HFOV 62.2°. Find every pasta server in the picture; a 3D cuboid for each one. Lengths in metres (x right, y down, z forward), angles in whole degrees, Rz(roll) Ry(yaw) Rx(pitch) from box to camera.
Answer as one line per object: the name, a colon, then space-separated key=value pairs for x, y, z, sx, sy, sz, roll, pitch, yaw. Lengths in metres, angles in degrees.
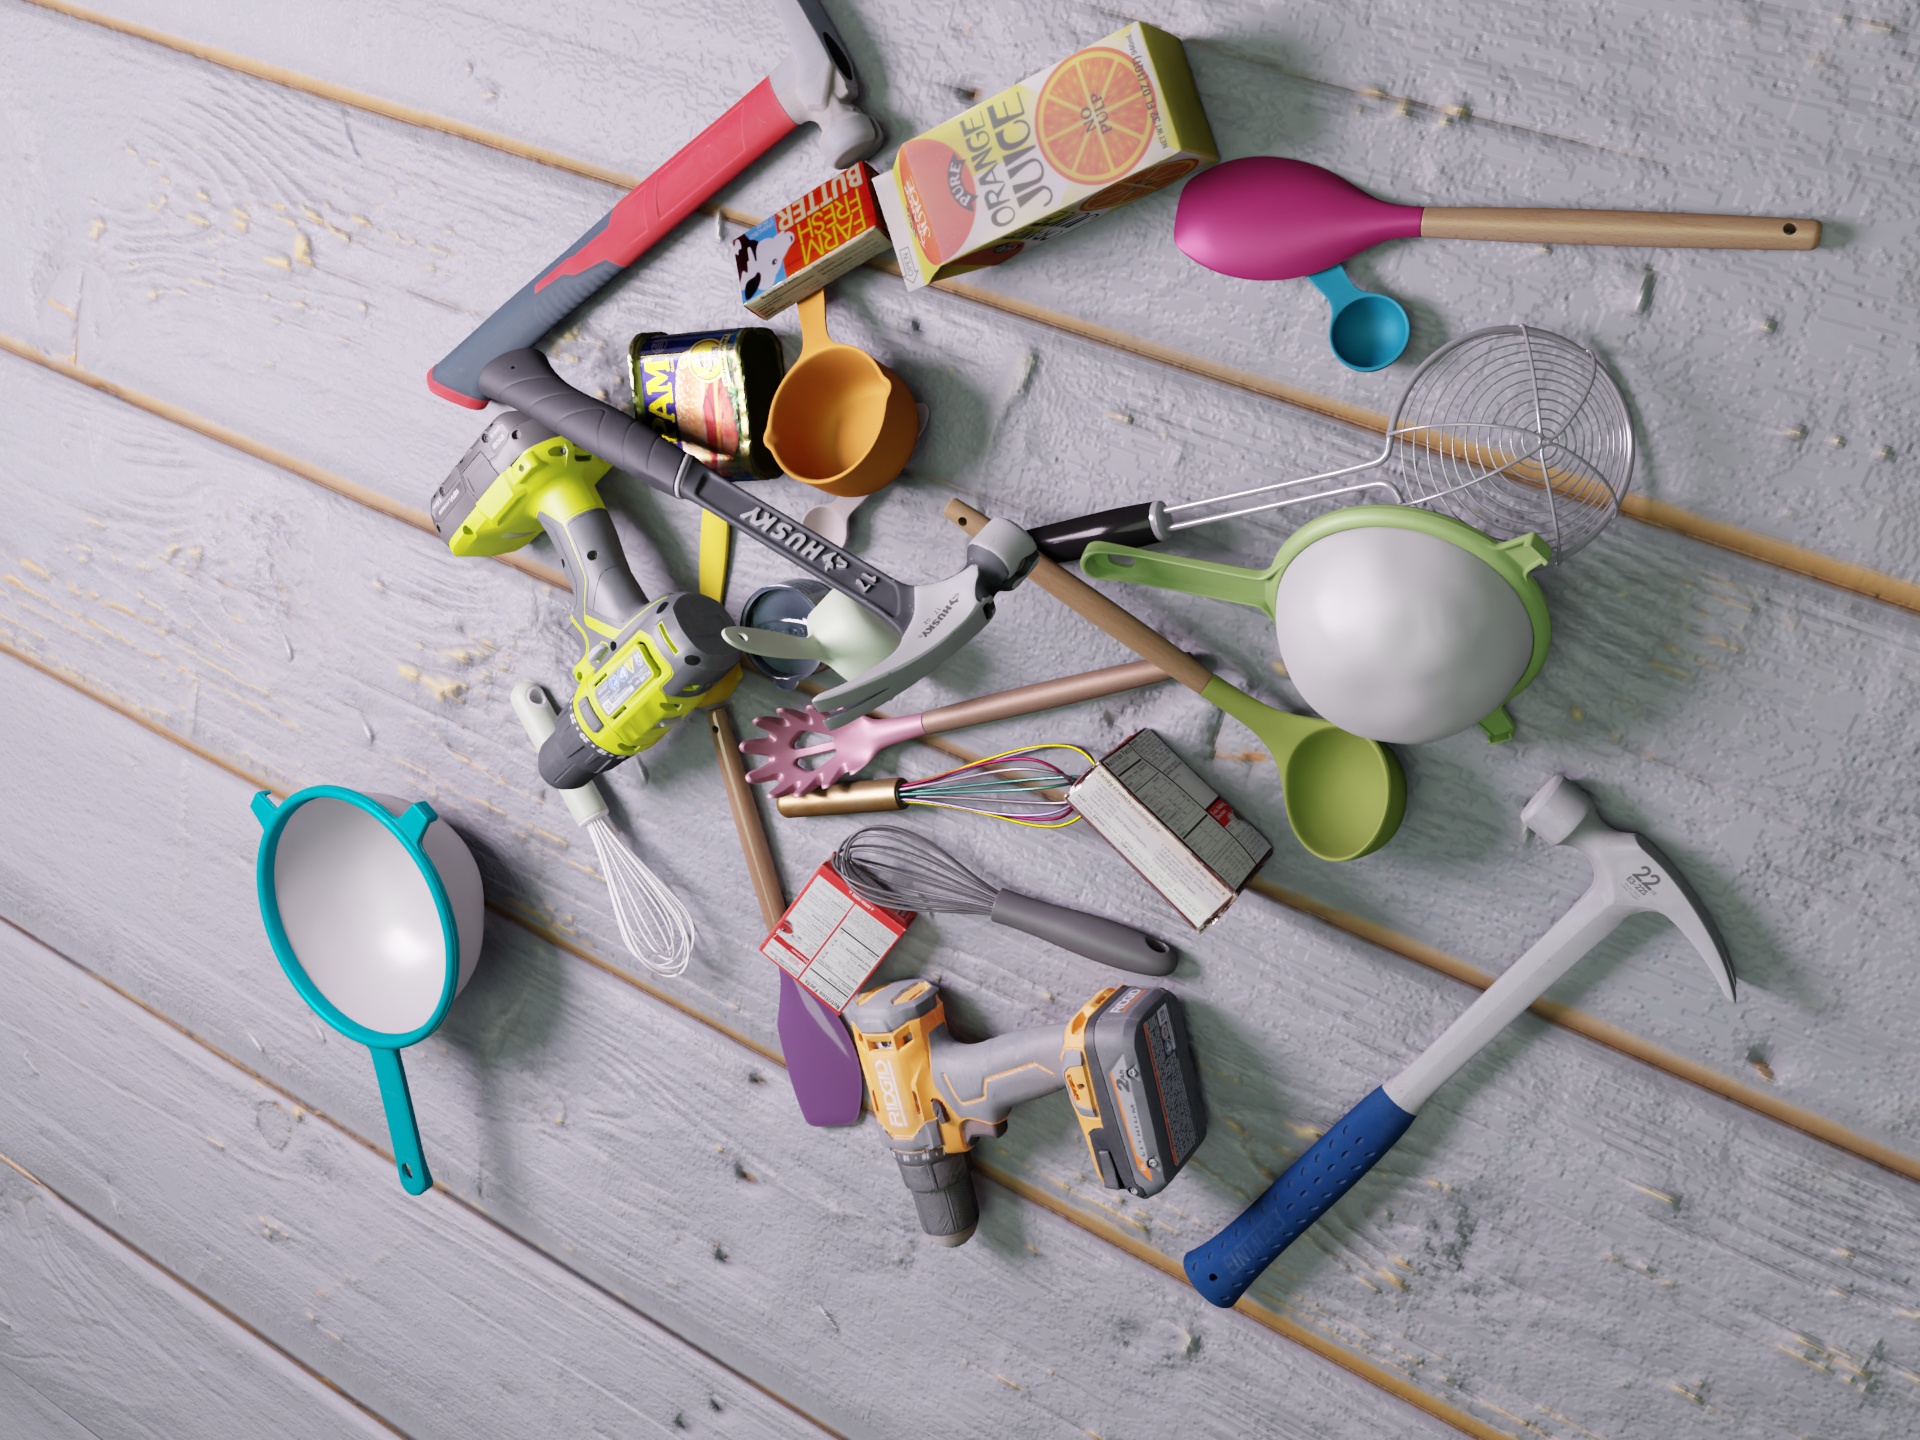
pasta server: x=-0.002 y=-0.003 z=1.013 sx=0.316 sy=0.040 sz=0.060 roll=-13 pitch=87 yaw=28

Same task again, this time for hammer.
hammer: x=-0.153 y=-0.133 z=0.944 sx=0.409 sy=0.149 sz=0.036 roll=32 pitch=160 yaw=29
hammer: x=-0.228 y=-0.331 z=1.040 sx=0.386 sy=0.038 sz=0.143 roll=-28 pitch=89 yaw=30
hammer: x=0.271 y=0.221 z=0.937 sx=0.144 sy=0.035 sz=0.405 roll=42 pitch=118 yaw=11

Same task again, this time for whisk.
whisk: x=0.027 y=0.119 z=1.030 sx=0.239 sy=0.055 sz=0.055 roll=18 pitch=111 yaw=16
whisk: x=-0.265 y=0.079 z=1.164 sx=0.059 sy=0.058 sz=0.246 roll=-36 pitch=82 yaw=38
whisk: x=-0.020 y=0.050 z=1.035 sx=0.245 sy=0.051 sz=0.047 roll=-6 pitch=106 yaw=31

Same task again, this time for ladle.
ladle: x=0.117 y=-0.032 z=0.917 sx=0.320 sy=0.062 sz=0.078 roll=36 pitch=123 yaw=8

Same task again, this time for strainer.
strainer: x=0.178 y=-0.048 z=0.852 sx=0.256 sy=0.069 sz=0.151 roll=14 pitch=143 yaw=20
strainer: x=-0.433 y=0.202 z=1.254 sx=0.211 sy=0.095 sz=0.340 roll=1 pitch=106 yaw=29

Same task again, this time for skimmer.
skimmer: x=0.180 y=-0.125 z=0.895 sx=0.363 sy=0.090 sz=0.127 roll=-8 pitch=95 yaw=38

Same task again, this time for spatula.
spatula: x=-0.128 y=0.142 z=1.127 sx=0.060 sy=0.018 sz=0.316 roll=-12 pitch=99 yaw=24

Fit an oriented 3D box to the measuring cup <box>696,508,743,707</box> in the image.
measuring cup: x=-0.178 y=-0.082 z=1.084 sx=0.062 sy=0.029 sz=0.156 roll=17 pitch=113 yaw=22

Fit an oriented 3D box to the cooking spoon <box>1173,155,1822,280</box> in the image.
cooking spoon: x=0.264 y=-0.256 z=0.818 sx=0.319 sy=0.017 sz=0.069 roll=10 pitch=88 yaw=22

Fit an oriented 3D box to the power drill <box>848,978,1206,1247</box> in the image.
power drill: x=0.041 y=0.261 z=1.041 sx=0.226 sy=0.084 sz=0.185 roll=-8 pitch=100 yaw=32

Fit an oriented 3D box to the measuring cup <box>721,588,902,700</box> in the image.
measuring cup: x=-0.080 y=-0.056 z=0.967 sx=0.038 sy=0.167 sz=0.083 roll=-45 pitch=67 yaw=23

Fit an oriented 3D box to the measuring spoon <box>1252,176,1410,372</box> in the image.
measuring spoon: x=0.198 y=-0.242 z=0.864 sx=0.042 sy=0.021 sz=0.129 roll=-34 pitch=77 yaw=13

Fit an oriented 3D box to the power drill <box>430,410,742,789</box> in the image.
power drill: x=-0.266 y=-0.079 z=1.086 sx=0.190 sy=0.080 sz=0.228 roll=-38 pitch=78 yaw=33

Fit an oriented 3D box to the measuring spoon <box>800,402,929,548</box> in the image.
measuring spoon: x=-0.058 y=-0.154 z=1.018 sx=0.034 sy=0.018 sz=0.124 roll=46 pitch=112 yaw=9

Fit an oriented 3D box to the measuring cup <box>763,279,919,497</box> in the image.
measuring cup: x=-0.075 y=-0.221 z=0.992 sx=0.095 sy=0.052 sz=0.174 roll=-18 pitch=70 yaw=27
